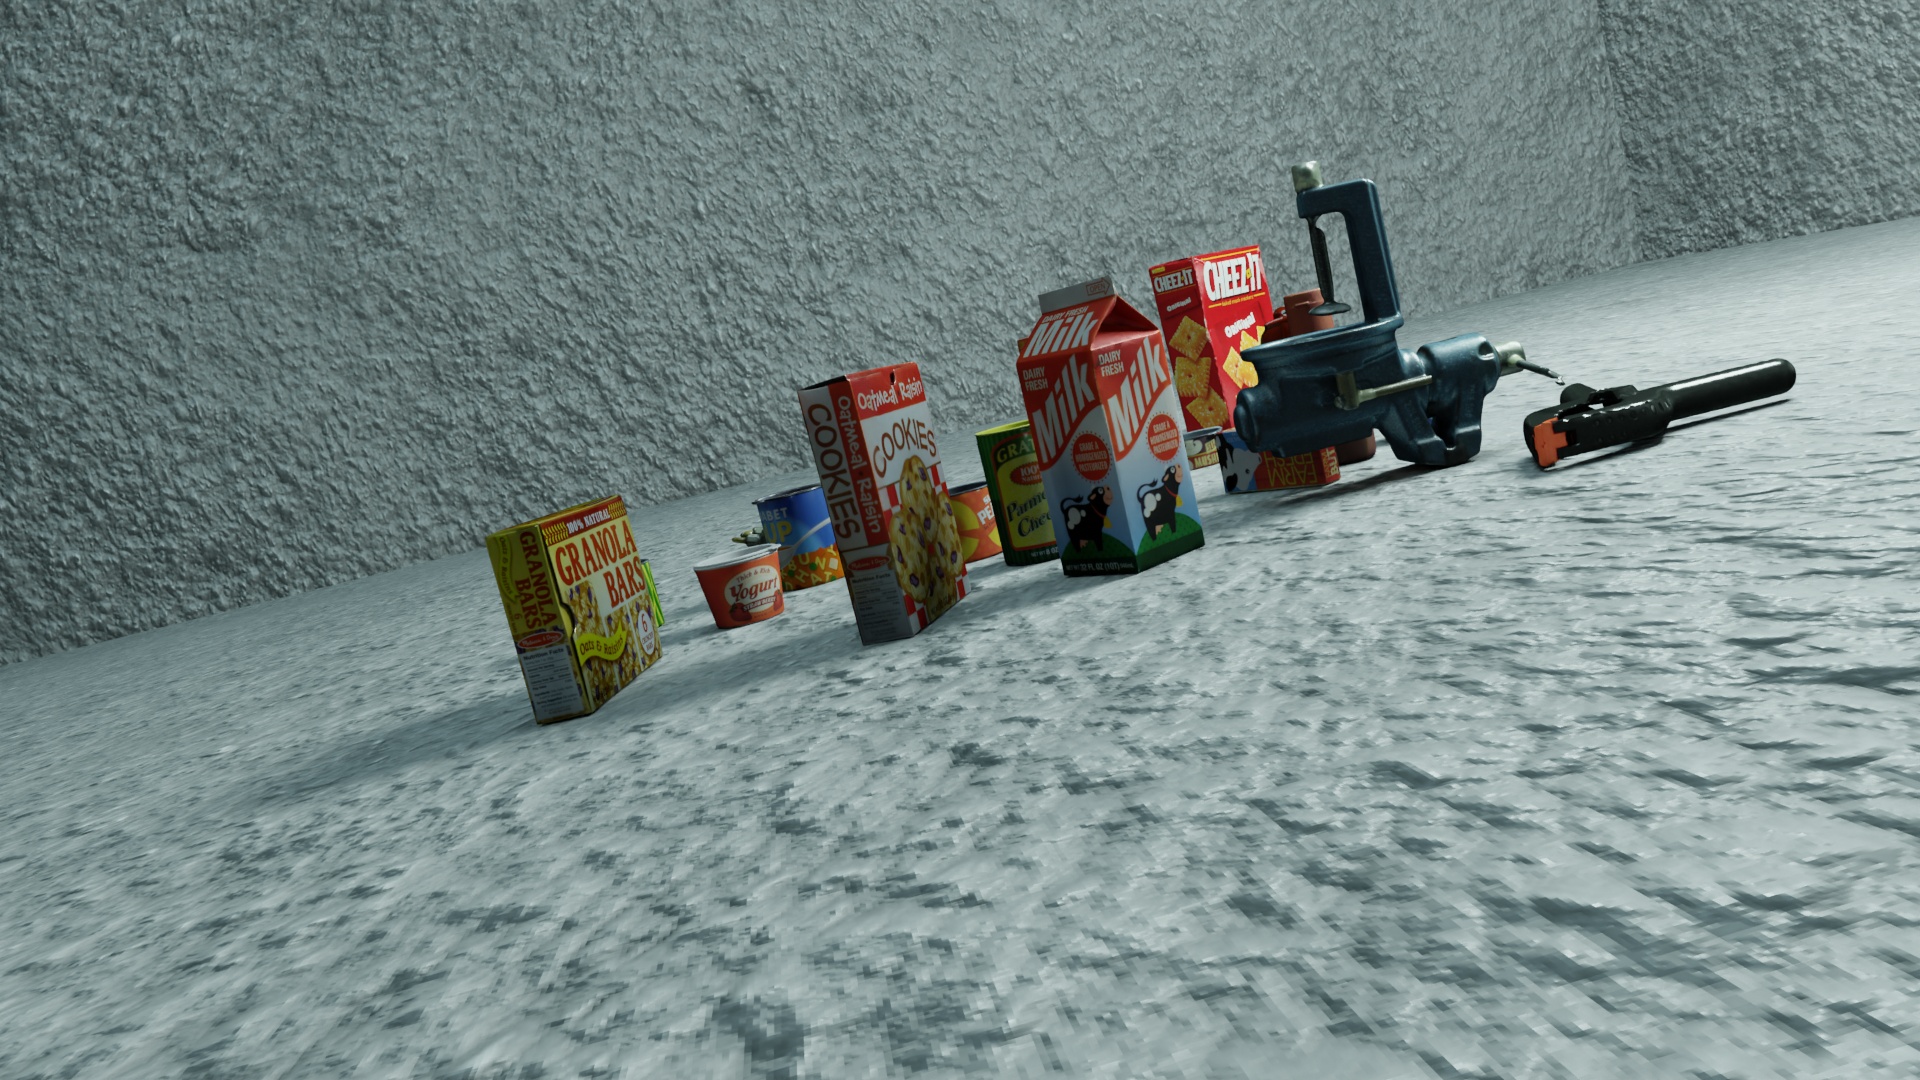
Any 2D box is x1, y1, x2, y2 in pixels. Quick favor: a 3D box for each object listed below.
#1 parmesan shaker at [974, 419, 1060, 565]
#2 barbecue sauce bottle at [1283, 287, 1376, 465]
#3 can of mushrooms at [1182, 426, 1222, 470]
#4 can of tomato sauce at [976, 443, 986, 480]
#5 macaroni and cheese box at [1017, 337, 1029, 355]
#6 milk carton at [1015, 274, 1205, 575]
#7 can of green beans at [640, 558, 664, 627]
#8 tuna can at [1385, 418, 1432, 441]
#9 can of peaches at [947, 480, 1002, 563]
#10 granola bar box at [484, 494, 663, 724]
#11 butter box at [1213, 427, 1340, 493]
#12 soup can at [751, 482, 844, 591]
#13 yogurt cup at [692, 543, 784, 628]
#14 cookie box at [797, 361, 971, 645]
[{"bbox_3d":[0.057,-0.039,1.055,0.071,0.103,0.071,-13,7,2],"label":"parmesan shaker"},{"bbox_3d":[0.305,-0.137,1.170,0.065,0.148,0.044,-10,8,30],"label":"barbecue sauce bottle"},{"bbox_3d":[0.238,-0.092,1.407,0.071,0.033,0.071,-13,7,2],"label":"can of mushrooms"},{"bbox_3d":[0.058,-0.056,1.266,0.071,0.083,0.071,-13,7,2],"label":"can of tomato sauce"},{"bbox_3d":[0.122,-0.123,1.328,0.040,0.166,0.124,-7,9,44],"label":"macaroni and cheese box"},{"bbox_3d":[0.096,-0.077,0.928,0.074,0.190,0.072,-19,9,-40],"label":"milk carton"},{"bbox_3d":[-0.291,0.052,1.183,0.071,0.057,0.071,-13,7,2],"label":"can of green beans"},{"bbox_3d":[0.406,-0.110,1.236,0.071,0.032,0.071,-13,7,2],"label":"tuna can"},{"bbox_3d":[0.004,-0.014,1.144,0.071,0.058,0.071,-13,7,2],"label":"can of peaches"},{"bbox_3d":[-0.253,0.041,0.934,0.039,0.124,0.166,-13,7,5],"label":"granola bar box"},{"bbox_3d":[0.253,-0.068,1.114,0.024,0.053,0.103,-19,9,-37],"label":"butter box"},{"bbox_3d":[-0.141,-0.003,1.223,0.071,0.083,0.071,-13,7,2],"label":"soup can"},{"bbox_3d":[-0.171,0.036,1.095,0.072,0.054,0.072,-13,7,2],"label":"yogurt cup"},{"bbox_3d":[-0.045,-0.029,0.913,0.040,0.167,0.123,-11,7,20],"label":"cookie box"}]
